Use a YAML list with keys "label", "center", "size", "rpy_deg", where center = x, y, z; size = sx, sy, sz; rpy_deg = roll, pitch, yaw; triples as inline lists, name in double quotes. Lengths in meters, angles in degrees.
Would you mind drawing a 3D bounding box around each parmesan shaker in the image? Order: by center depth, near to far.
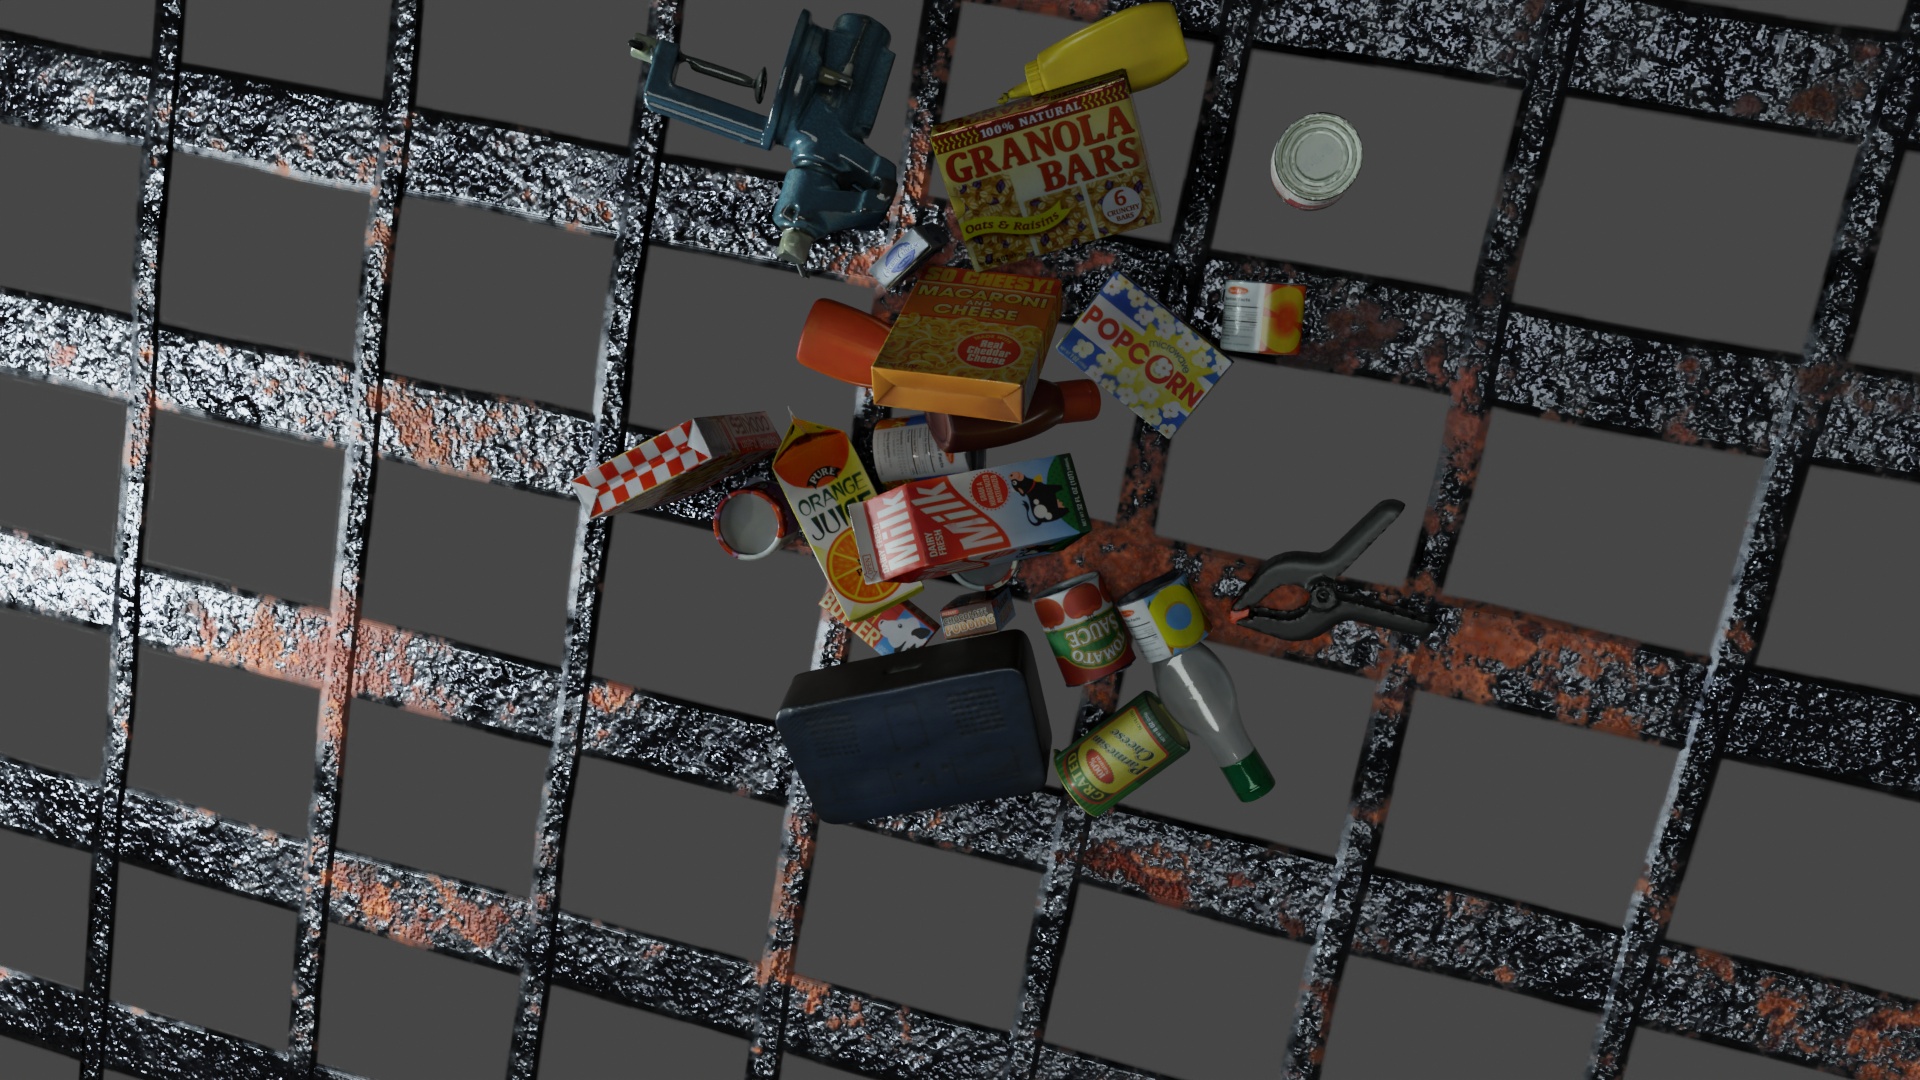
- label: "parmesan shaker"
  center: [0.141, 0.185, 1.223]
  size: [0.103, 0.071, 0.071]
  rpy_deg: [-39, 90, 14]

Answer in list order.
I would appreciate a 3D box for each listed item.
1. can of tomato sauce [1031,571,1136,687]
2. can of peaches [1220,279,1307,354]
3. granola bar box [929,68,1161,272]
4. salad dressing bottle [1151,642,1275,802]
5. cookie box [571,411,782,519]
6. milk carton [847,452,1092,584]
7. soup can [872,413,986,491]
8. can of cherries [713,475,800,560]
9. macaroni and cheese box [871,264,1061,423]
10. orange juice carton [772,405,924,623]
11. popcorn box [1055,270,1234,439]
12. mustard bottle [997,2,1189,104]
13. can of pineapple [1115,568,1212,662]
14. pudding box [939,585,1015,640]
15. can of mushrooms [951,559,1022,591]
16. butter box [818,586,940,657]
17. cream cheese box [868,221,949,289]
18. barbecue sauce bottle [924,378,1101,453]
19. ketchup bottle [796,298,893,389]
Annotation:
- label: "can of tomato sauce"
  center: [0.108, 0.077, 1.210]
  size: [0.071, 0.071, 0.083]
  rpy_deg: [-22, 94, 14]
- label: "can of peaches"
  center: [0.251, -0.184, 1.144]
  size: [0.071, 0.071, 0.058]
  rpy_deg: [5, 100, 11]
- label: "granola bar box"
  center: [0.072, -0.304, 1.150]
  size: [0.165, 0.039, 0.123]
  rpy_deg: [-13, 121, 13]
- label: "salad dressing bottle"
  center: [0.223, 0.158, 1.214]
  size: [0.064, 0.044, 0.147]
  rpy_deg: [-31, 93, 7]
- label: "cookie box"
  center: [-0.241, -0.067, 1.208]
  size: [0.123, 0.168, 0.040]
  rpy_deg: [-25, 91, 14]
- label: "milk carton"
  center: [0.004, -0.015, 1.164]
  size: [0.191, 0.073, 0.072]
  rpy_deg: [-11, 79, -18]
- label: "soup can"
  center: [-0.026, -0.079, 1.215]
  size: [0.084, 0.071, 0.071]
  rpy_deg: [-7, 98, 17]
- label: "can of cherries"
  center: [-0.185, -0.021, 1.259]
  size: [0.071, 0.058, 0.071]
  rpy_deg: [2, 100, 11]
- label: "macaroni and cheese box"
  center: [0.009, -0.165, 1.146]
  size: [0.124, 0.167, 0.040]
  rpy_deg: [9, 131, 11]
- label: "orange juice carton"
  center: [-0.106, -0.027, 1.222]
  size: [0.073, 0.071, 0.192]
  rpy_deg: [-27, 85, -3]
- label: "popcorn box"
  center: [0.156, -0.158, 1.180]
  size: [0.127, 0.038, 0.085]
  rpy_deg: [39, 104, 3]
- label: "mustard bottle"
  center: [0.105, -0.392, 1.148]
  size: [0.160, 0.049, 0.065]
  rpy_deg: [-15, 102, 14]
- label: "can of pineapple"
  center: [0.177, 0.064, 1.197]
  size: [0.071, 0.071, 0.058]
  rpy_deg: [-27, 94, 14]
- label: "pudding box"
  center: [0.015, 0.064, 1.220]
  size: [0.049, 0.084, 0.030]
  rpy_deg: [-12, 94, 14]
- label: "can of mushrooms"
  center: [0.022, 0.009, 1.236]
  size: [0.071, 0.033, 0.071]
  rpy_deg: [2, 99, 12]
- label: "butter box"
  center: [-0.074, 0.067, 1.269]
  size: [0.103, 0.024, 0.053]
  rpy_deg: [39, 105, 3]
- label: "cream cheese box"
  center: [-0.043, -0.241, 1.173]
  size: [0.053, 0.104, 0.024]
  rpy_deg: [-41, 96, 16]
- label: "barbecue sauce bottle"
  center: [0.046, -0.112, 1.168]
  size: [0.149, 0.043, 0.065]
  rpy_deg: [-9, 60, -25]
- label: "ketchup bottle"
  center: [-0.067, -0.160, 1.222]
  size: [0.149, 0.043, 0.064]
  rpy_deg: [22, 104, 7]
